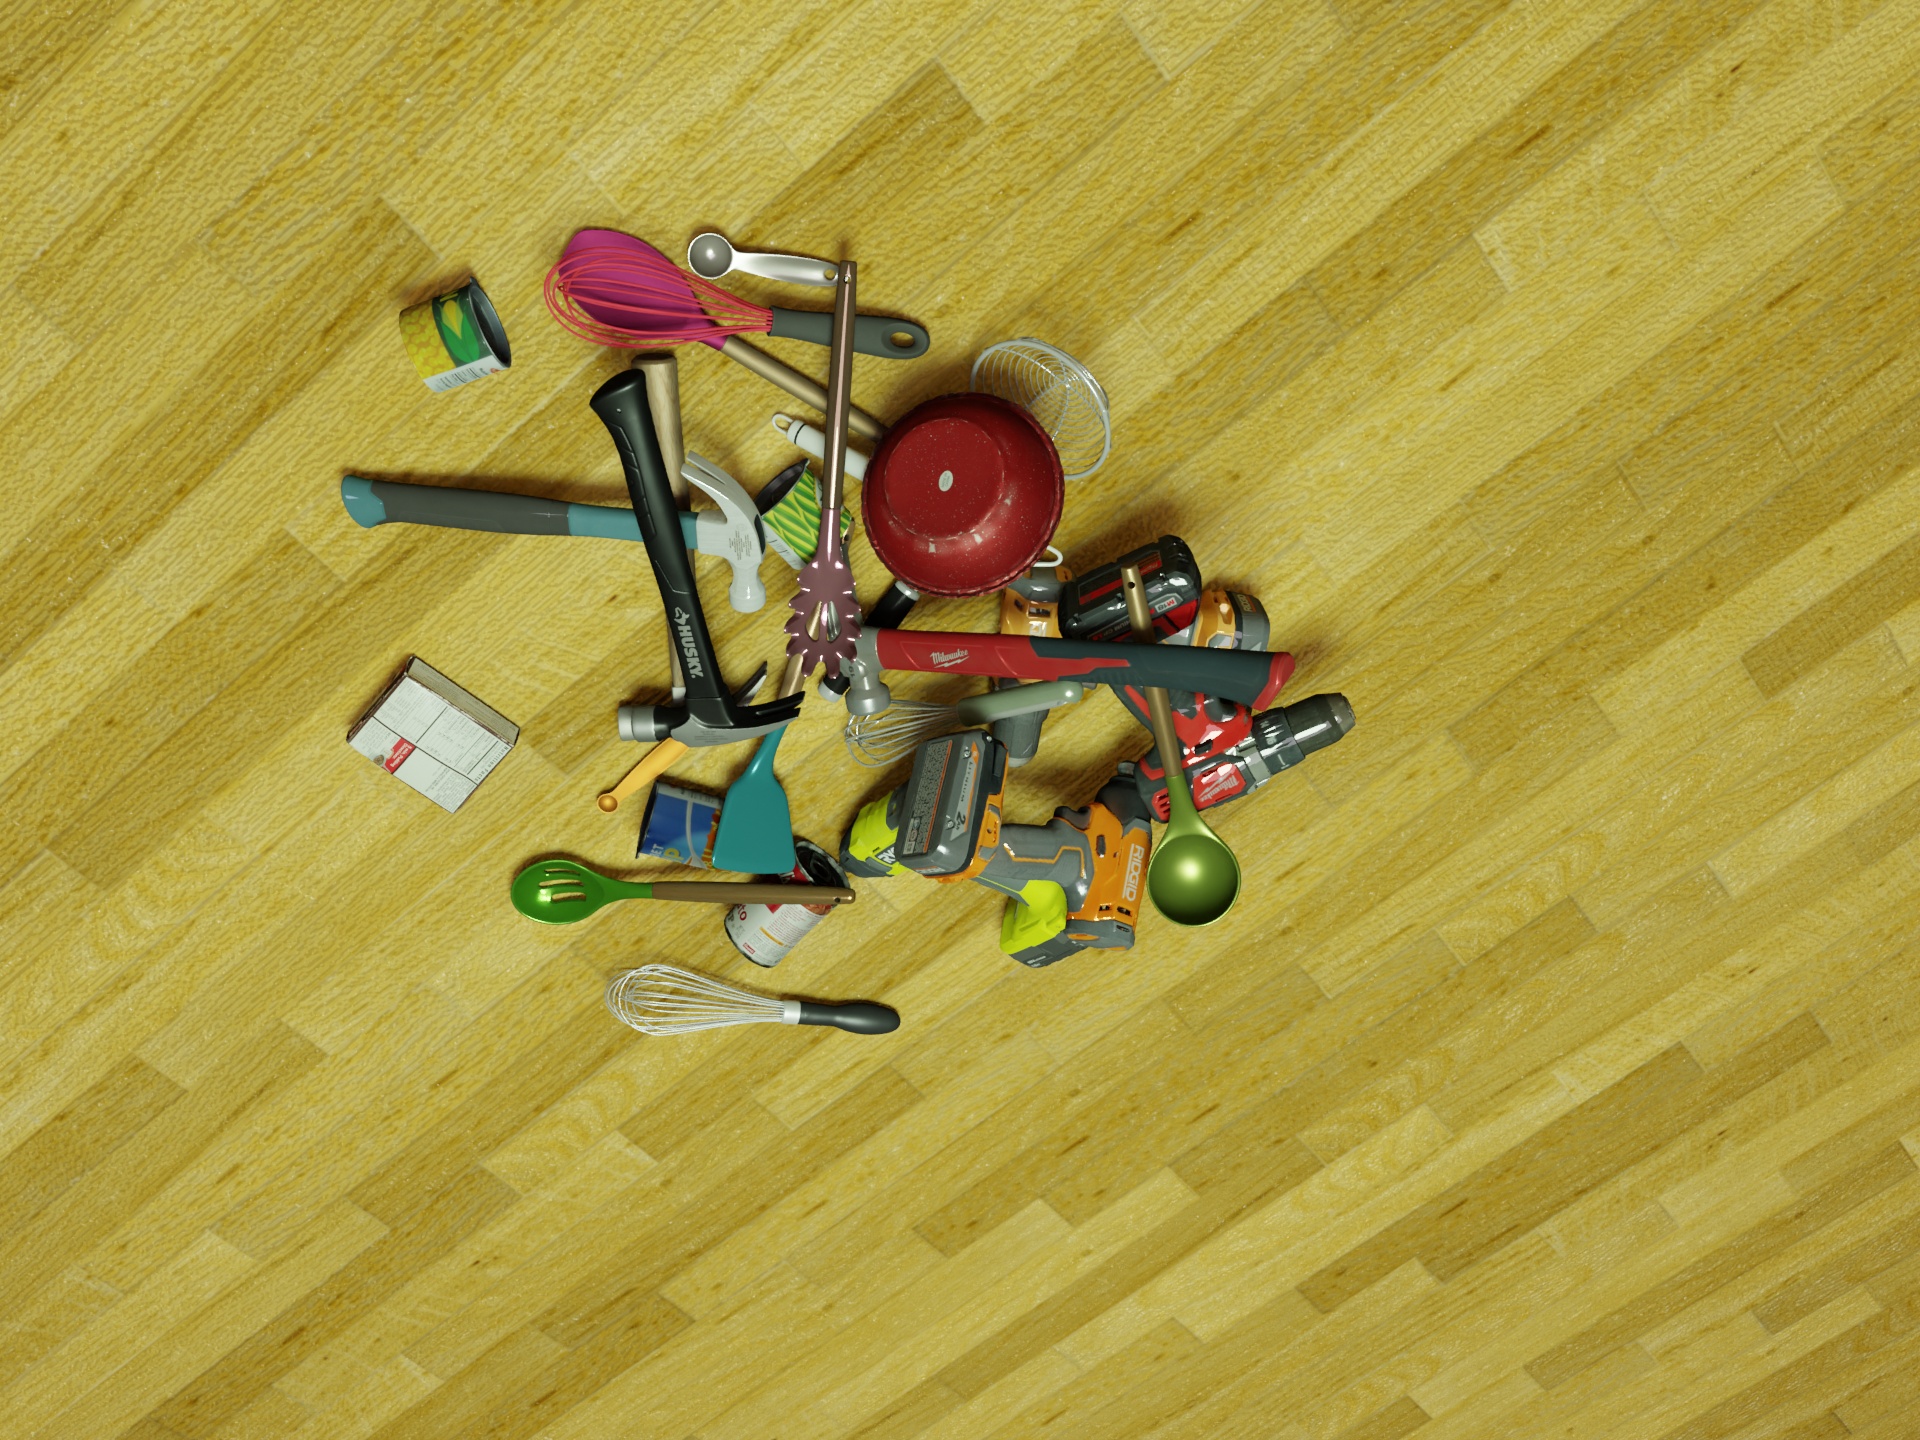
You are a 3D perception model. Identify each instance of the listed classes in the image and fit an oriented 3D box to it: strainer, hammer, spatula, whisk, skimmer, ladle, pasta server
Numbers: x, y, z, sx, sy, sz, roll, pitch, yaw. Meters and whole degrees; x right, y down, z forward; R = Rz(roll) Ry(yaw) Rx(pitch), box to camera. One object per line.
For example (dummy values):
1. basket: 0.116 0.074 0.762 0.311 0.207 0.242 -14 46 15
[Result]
1. strainer: -0.041 -0.176 1.249 0.258 0.050 0.086 30 133 11
2. hammer: -0.318 -0.158 1.246 0.331 0.033 0.128 5 129 2
3. spatula: -0.139 -0.019 1.350 0.082 0.044 0.317 8 110 -35
4. whisk: -0.162 -0.304 1.197 0.295 0.073 0.073 3 117 -21
5. skimmer: -0.015 -0.147 1.287 0.127 0.090 0.363 39 109 0
6. hammer: -0.231 -0.134 1.302 0.130 0.031 0.331 -3 117 -5
7. whisk: -0.193 0.273 1.502 0.284 0.070 0.070 9 116 -17
8. ladle: 0.162 0.025 1.250 0.078 0.062 0.320 -8 119 15
9. whisk: -0.002 -0.004 1.331 0.246 0.059 0.057 -12 167 36
10. hammer: -0.216 -0.115 1.225 0.146 0.035 0.334 -1 129 9
11. hammer: 0.064 -0.062 1.218 0.386 0.038 0.143 5 117 30
12. pasta server: -0.097 -0.189 1.221 0.060 0.040 0.316 4 107 -5

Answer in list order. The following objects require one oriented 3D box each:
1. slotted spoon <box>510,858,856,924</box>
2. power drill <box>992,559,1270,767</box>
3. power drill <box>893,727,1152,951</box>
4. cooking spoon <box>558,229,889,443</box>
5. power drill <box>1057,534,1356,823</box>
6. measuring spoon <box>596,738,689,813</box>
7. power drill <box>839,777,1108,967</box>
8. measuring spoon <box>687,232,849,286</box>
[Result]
1. slotted spoon: -0.246 0.153 1.411 0.314 0.031 0.070 0 119 10
2. power drill: 0.136 -0.037 1.371 0.226 0.084 0.185 6 116 -5
3. power drill: 0.067 0.084 1.324 0.226 0.084 0.164 24 69 -30
4. cooking spoon: -0.162 -0.281 1.241 0.318 0.017 0.069 28 96 -19
5. power drill: 0.198 -0.034 1.286 0.188 0.080 0.226 -25 115 15
6. measuring spoon: -0.275 0.041 1.400 0.117 0.011 0.021 -39 111 9
7. power drill: 0.009 0.136 1.423 0.223 0.080 0.171 28 146 -19
8. measuring spoon: -0.147 -0.349 1.214 0.124 0.018 0.034 5 120 -17
